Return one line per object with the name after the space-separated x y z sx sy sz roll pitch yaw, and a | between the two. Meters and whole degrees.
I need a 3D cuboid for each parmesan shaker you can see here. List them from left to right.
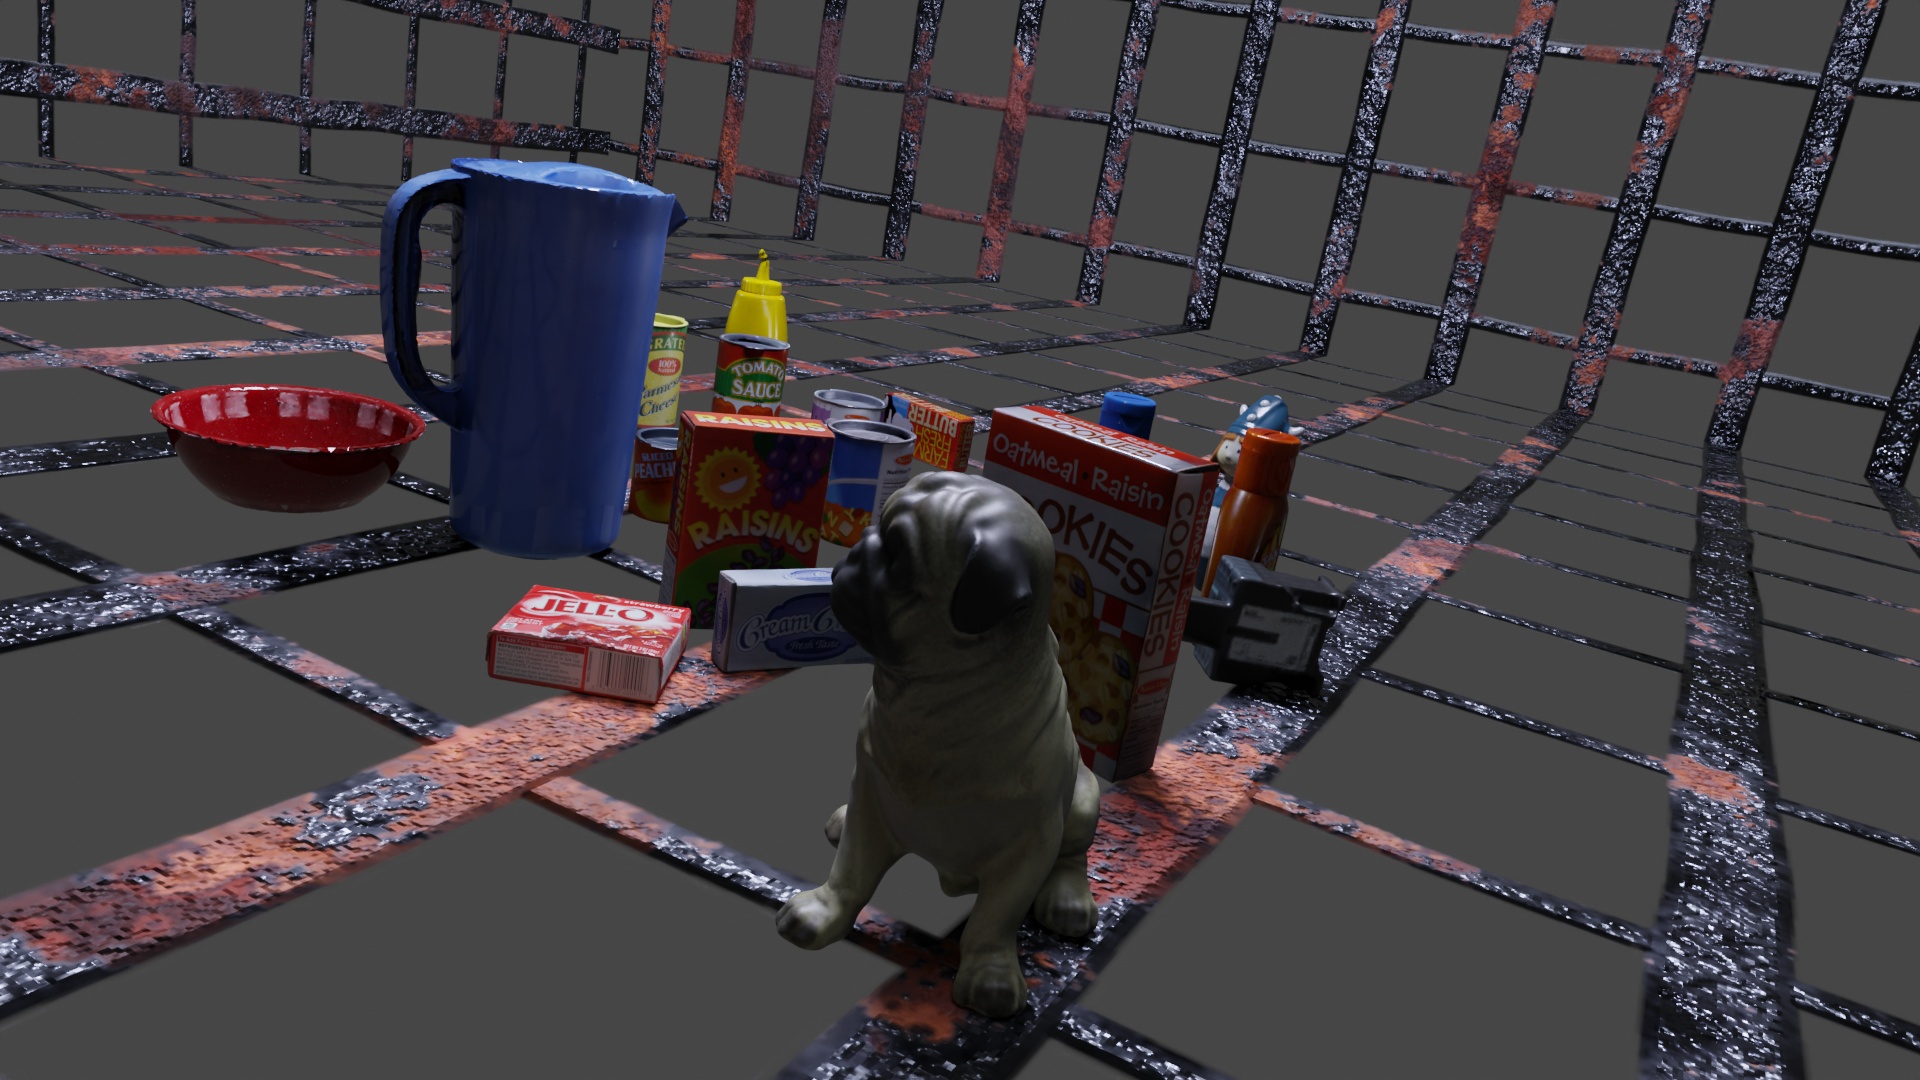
-0.277 -0.146 1.224 0.071 0.102 0.071 9 16 -3 | parmesan shaker

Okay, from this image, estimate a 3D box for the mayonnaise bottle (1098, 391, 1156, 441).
0.104 -0.028 0.970 0.065 0.147 0.041 8 16 -7 | mayonnaise bottle

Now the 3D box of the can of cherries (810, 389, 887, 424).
-0.104 -0.101 1.256 0.071 0.058 0.072 9 16 -3 | can of cherries

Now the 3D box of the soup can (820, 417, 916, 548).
-0.074 -0.043 1.030 0.071 0.083 0.071 9 16 -3 | soup can

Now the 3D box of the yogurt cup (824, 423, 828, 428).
-0.089 -0.063 1.142 0.072 0.053 0.072 9 16 -3 | yogurt cup

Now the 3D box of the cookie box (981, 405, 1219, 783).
0.060 0.024 0.731 0.123 0.167 0.040 23 20 39 | cookie box

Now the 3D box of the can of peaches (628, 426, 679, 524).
-0.206 -0.046 1.008 0.071 0.058 0.071 9 16 -3 | can of peaches

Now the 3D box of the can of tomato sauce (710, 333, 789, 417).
-0.200 -0.148 1.316 0.071 0.082 0.071 9 16 -3 | can of tomato sauce

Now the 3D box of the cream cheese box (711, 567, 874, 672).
-0.087 0.044 0.781 0.104 0.053 0.024 0 19 -32 | cream cheese box

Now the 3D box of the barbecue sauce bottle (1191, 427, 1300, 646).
0.191 0.001 0.923 0.044 0.148 0.065 18 18 27 | barbecue sauce bottle

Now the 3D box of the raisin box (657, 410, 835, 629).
-0.126 -0.011 0.817 0.086 0.123 0.040 3 17 -23 | raisin box

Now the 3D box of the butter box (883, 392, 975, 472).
-0.033 -0.102 1.313 0.103 0.053 0.024 23 20 39 | butter box

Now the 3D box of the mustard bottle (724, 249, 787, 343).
-0.202 -0.210 1.385 0.065 0.159 0.049 12 16 8 | mustard bottle
